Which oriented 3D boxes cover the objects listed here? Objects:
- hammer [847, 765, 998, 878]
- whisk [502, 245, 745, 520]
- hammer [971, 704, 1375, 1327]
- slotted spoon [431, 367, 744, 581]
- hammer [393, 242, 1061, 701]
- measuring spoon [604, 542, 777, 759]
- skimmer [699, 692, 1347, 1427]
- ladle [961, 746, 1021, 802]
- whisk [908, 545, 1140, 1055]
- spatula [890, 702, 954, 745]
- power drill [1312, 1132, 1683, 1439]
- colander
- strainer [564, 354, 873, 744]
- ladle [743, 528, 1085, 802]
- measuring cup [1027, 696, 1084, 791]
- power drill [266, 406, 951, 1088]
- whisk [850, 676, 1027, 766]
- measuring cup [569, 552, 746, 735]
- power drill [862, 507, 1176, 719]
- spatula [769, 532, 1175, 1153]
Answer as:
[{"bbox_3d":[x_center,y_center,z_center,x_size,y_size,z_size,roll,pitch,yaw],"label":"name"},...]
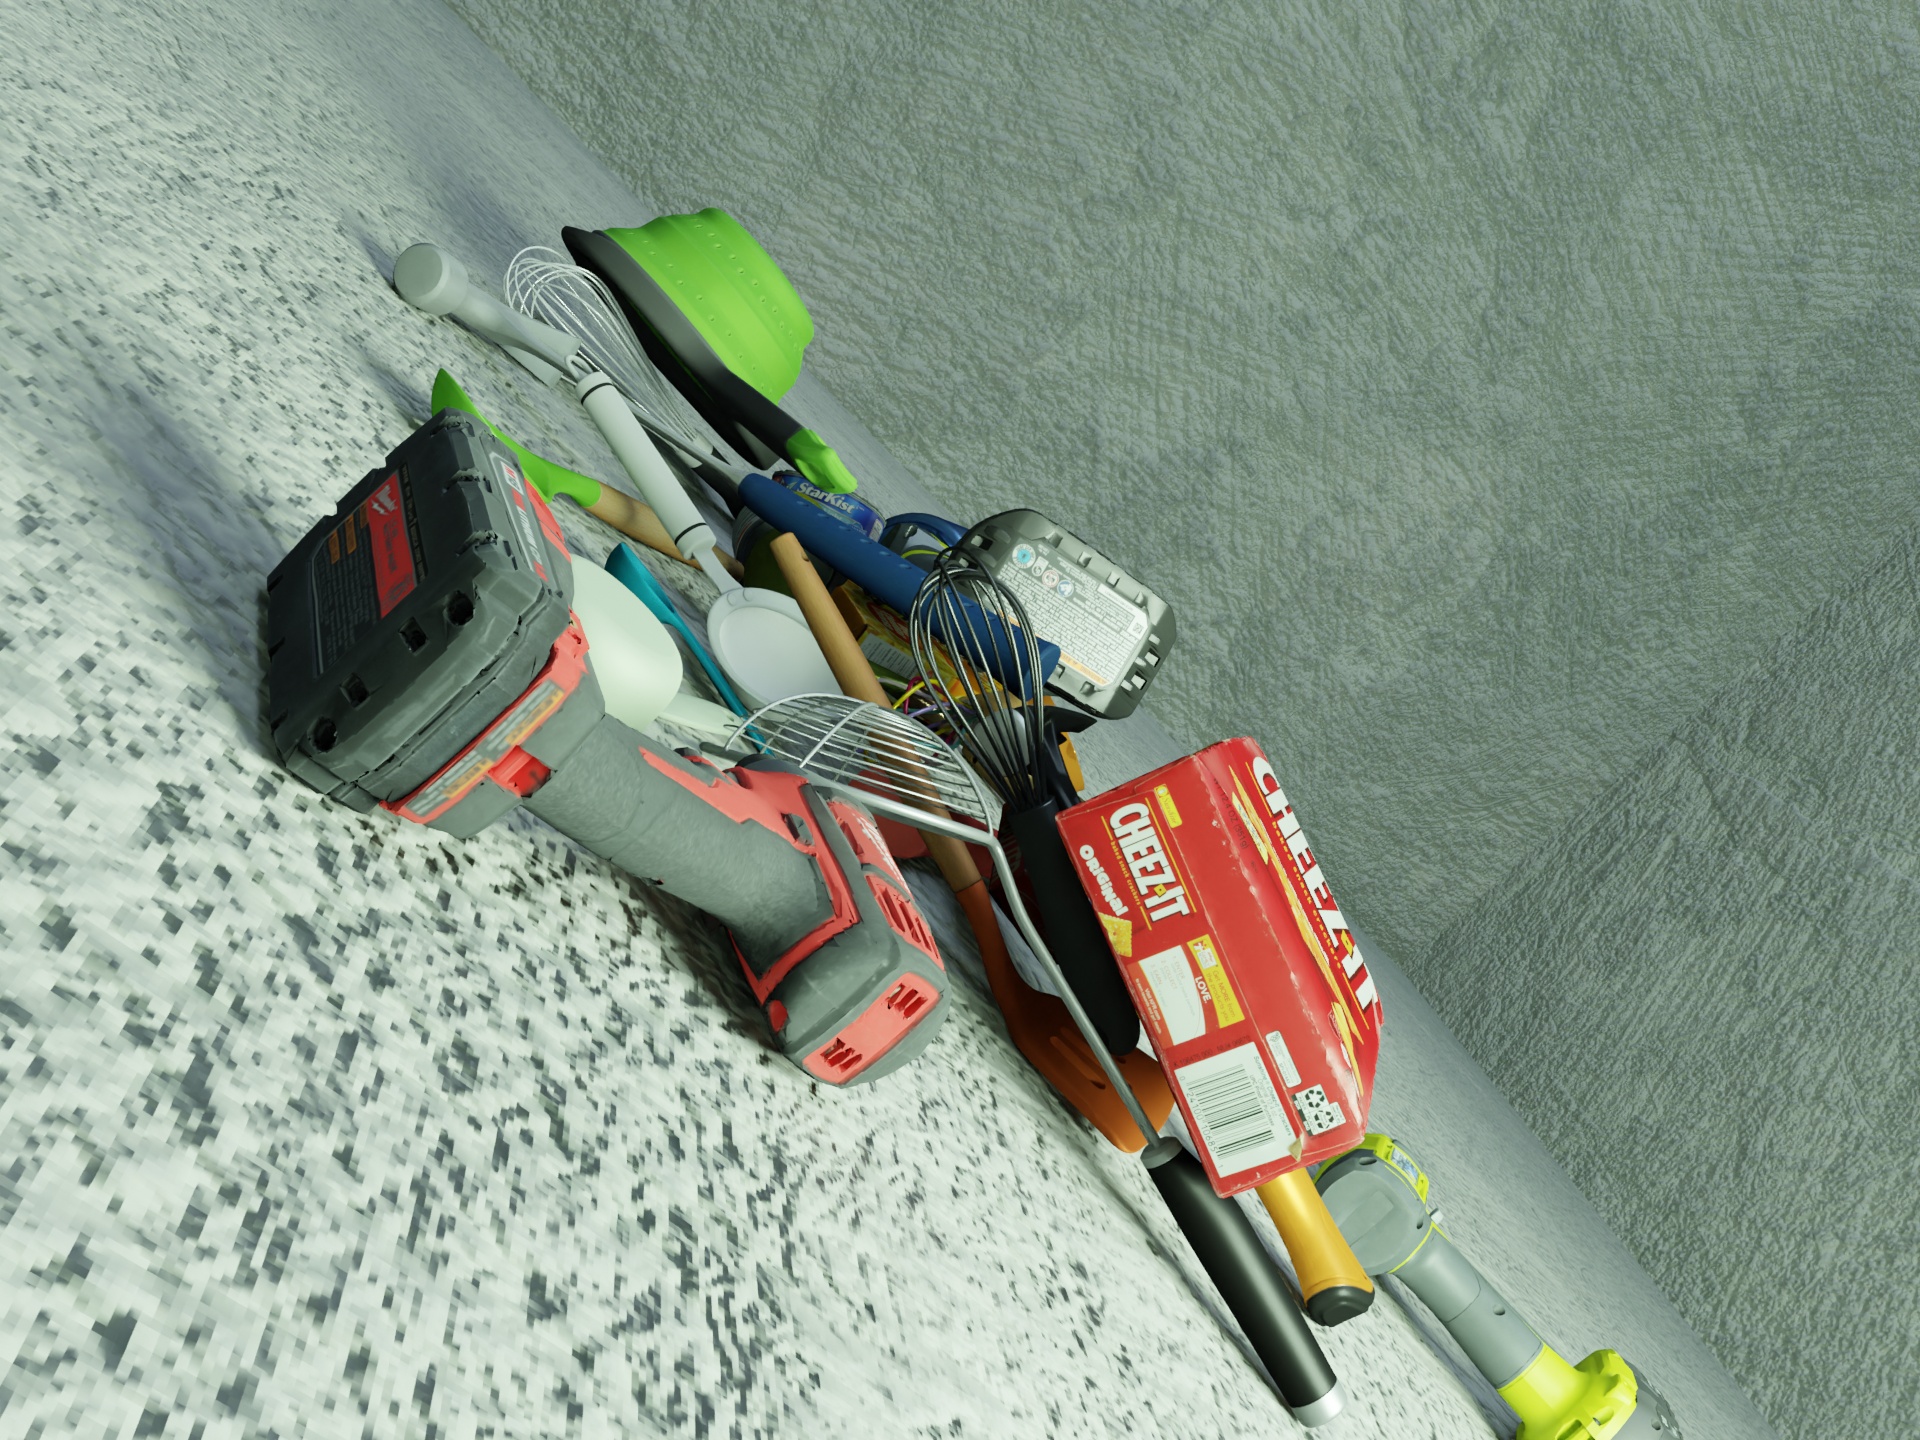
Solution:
[{"bbox_3d":[0.024,0.075,0.922,0.149,0.036,0.358,51,9,27],"label":"hammer"},{"bbox_3d":[-0.200,-0.203,1.065,0.284,0.070,0.070,46,7,-41],"label":"whisk"},{"bbox_3d":[0.113,0.142,0.806,0.337,0.034,0.127,62,18,10],"label":"hammer"},{"bbox_3d":[-0.177,-0.108,0.815,0.070,0.031,0.313,49,7,16],"label":"slotted spoon"},{"bbox_3d":[-0.120,-0.132,0.863,0.406,0.035,0.144,34,4,15],"label":"hammer"},{"bbox_3d":[-0.126,-0.024,0.731,0.128,0.021,0.042,55,0,-3],"label":"measuring spoon"},{"bbox_3d":[0.025,0.139,0.650,0.363,0.090,0.127,58,-3,5],"label":"skimmer"},{"bbox_3d":[0.105,0.118,1.093,0.316,0.069,0.031,45,25,26],"label":"ladle"},{"bbox_3d":[0.033,0.038,0.692,0.055,0.055,0.239,-77,147,-80],"label":"whisk"},{"bbox_3d":[-0.005,-0.002,1.198,0.060,0.018,0.316,45,9,10],"label":"spatula"},{"bbox_3d":[0.301,0.339,0.935,0.229,0.080,0.190,47,8,17],"label":"power drill"},{"bbox_3d":[-0.129,-0.240,1.010,0.204,0.094,0.398,52,-5,-38],"label":"colander"},{"bbox_3d":[-0.127,-0.081,0.791,0.087,0.050,0.258,-21,73,-53],"label":"strainer"},{"bbox_3d":[-0.006,-0.013,0.993,0.320,0.062,0.078,35,18,-27],"label":"ladle"},{"bbox_3d":[0.038,-0.016,1.186,0.095,0.052,0.173,-120,-174,-73],"label":"measuring cup"},{"bbox_3d":[-0.097,0.014,0.489,0.219,0.078,0.143,44,9,-38],"label":"power drill"},{"bbox_3d":[0.000,-0.004,0.883,0.051,0.047,0.245,10,6,17],"label":"whisk"},{"bbox_3d":[-0.122,-0.023,0.642,0.083,0.038,0.167,50,11,23],"label":"measuring cup"},{"bbox_3d":[0.038,-0.061,0.977,0.171,0.080,0.223,32,-5,-14],"label":"power drill"},{"bbox_3d":[-0.001,0.051,0.738,0.322,0.041,0.081,61,26,2],"label":"spatula"}]
